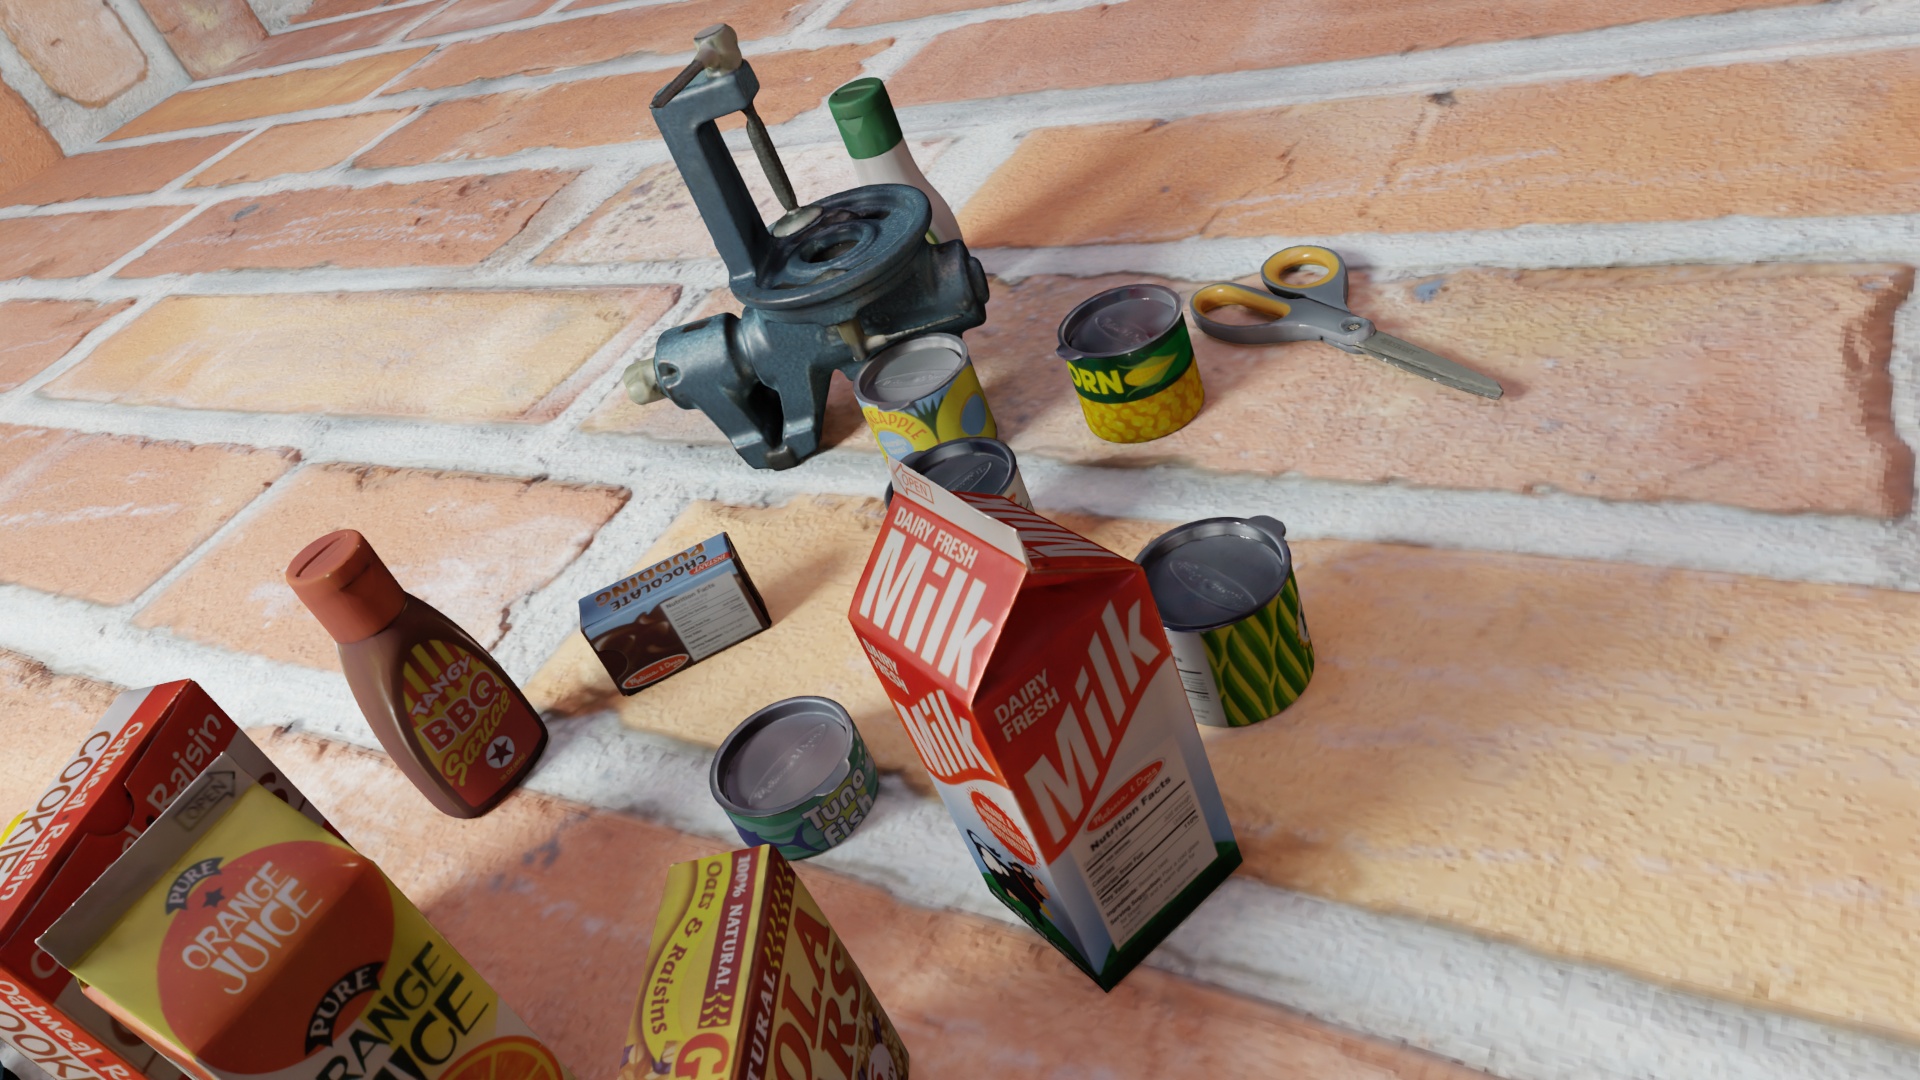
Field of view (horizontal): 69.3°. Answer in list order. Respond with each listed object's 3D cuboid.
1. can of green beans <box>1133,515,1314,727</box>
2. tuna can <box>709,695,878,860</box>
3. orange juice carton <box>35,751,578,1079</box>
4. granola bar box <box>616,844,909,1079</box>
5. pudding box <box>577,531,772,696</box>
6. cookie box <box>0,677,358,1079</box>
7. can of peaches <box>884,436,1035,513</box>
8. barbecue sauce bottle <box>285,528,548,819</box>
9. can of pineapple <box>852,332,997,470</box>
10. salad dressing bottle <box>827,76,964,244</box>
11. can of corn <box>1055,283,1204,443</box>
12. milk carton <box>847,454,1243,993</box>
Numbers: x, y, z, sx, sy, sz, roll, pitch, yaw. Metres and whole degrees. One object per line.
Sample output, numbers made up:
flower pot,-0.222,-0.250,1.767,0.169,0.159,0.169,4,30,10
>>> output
can of green beans,0.106,0.033,0.564,0.071,0.057,0.071,-15,37,11
tuna can,-0.069,0.102,0.592,0.071,0.032,0.071,-15,37,11
orange juice carton,-0.210,0.159,0.461,0.073,0.191,0.072,6,45,34
granola bar box,-0.056,0.191,0.395,0.039,0.123,0.166,-14,37,13
pudding box,-0.144,0.037,0.700,0.084,0.049,0.030,-26,36,-4
cookie box,-0.284,0.154,0.528,0.040,0.166,0.123,-11,38,16
can of peaches,0.002,-0.008,0.672,0.071,0.057,0.071,-15,37,11
barbecue sauce bottle,-0.254,0.061,0.645,0.043,0.148,0.065,8,46,36
can of pineapple,-0.019,-0.071,0.763,0.071,0.057,0.071,-15,37,11
salad dressing bottle,-0.041,-0.219,0.887,0.064,0.147,0.044,0,42,28
can of corn,0.088,-0.091,0.730,0.071,0.058,0.071,-15,37,11
milk carton,0.027,0.056,0.465,0.074,0.189,0.072,-38,38,-19
